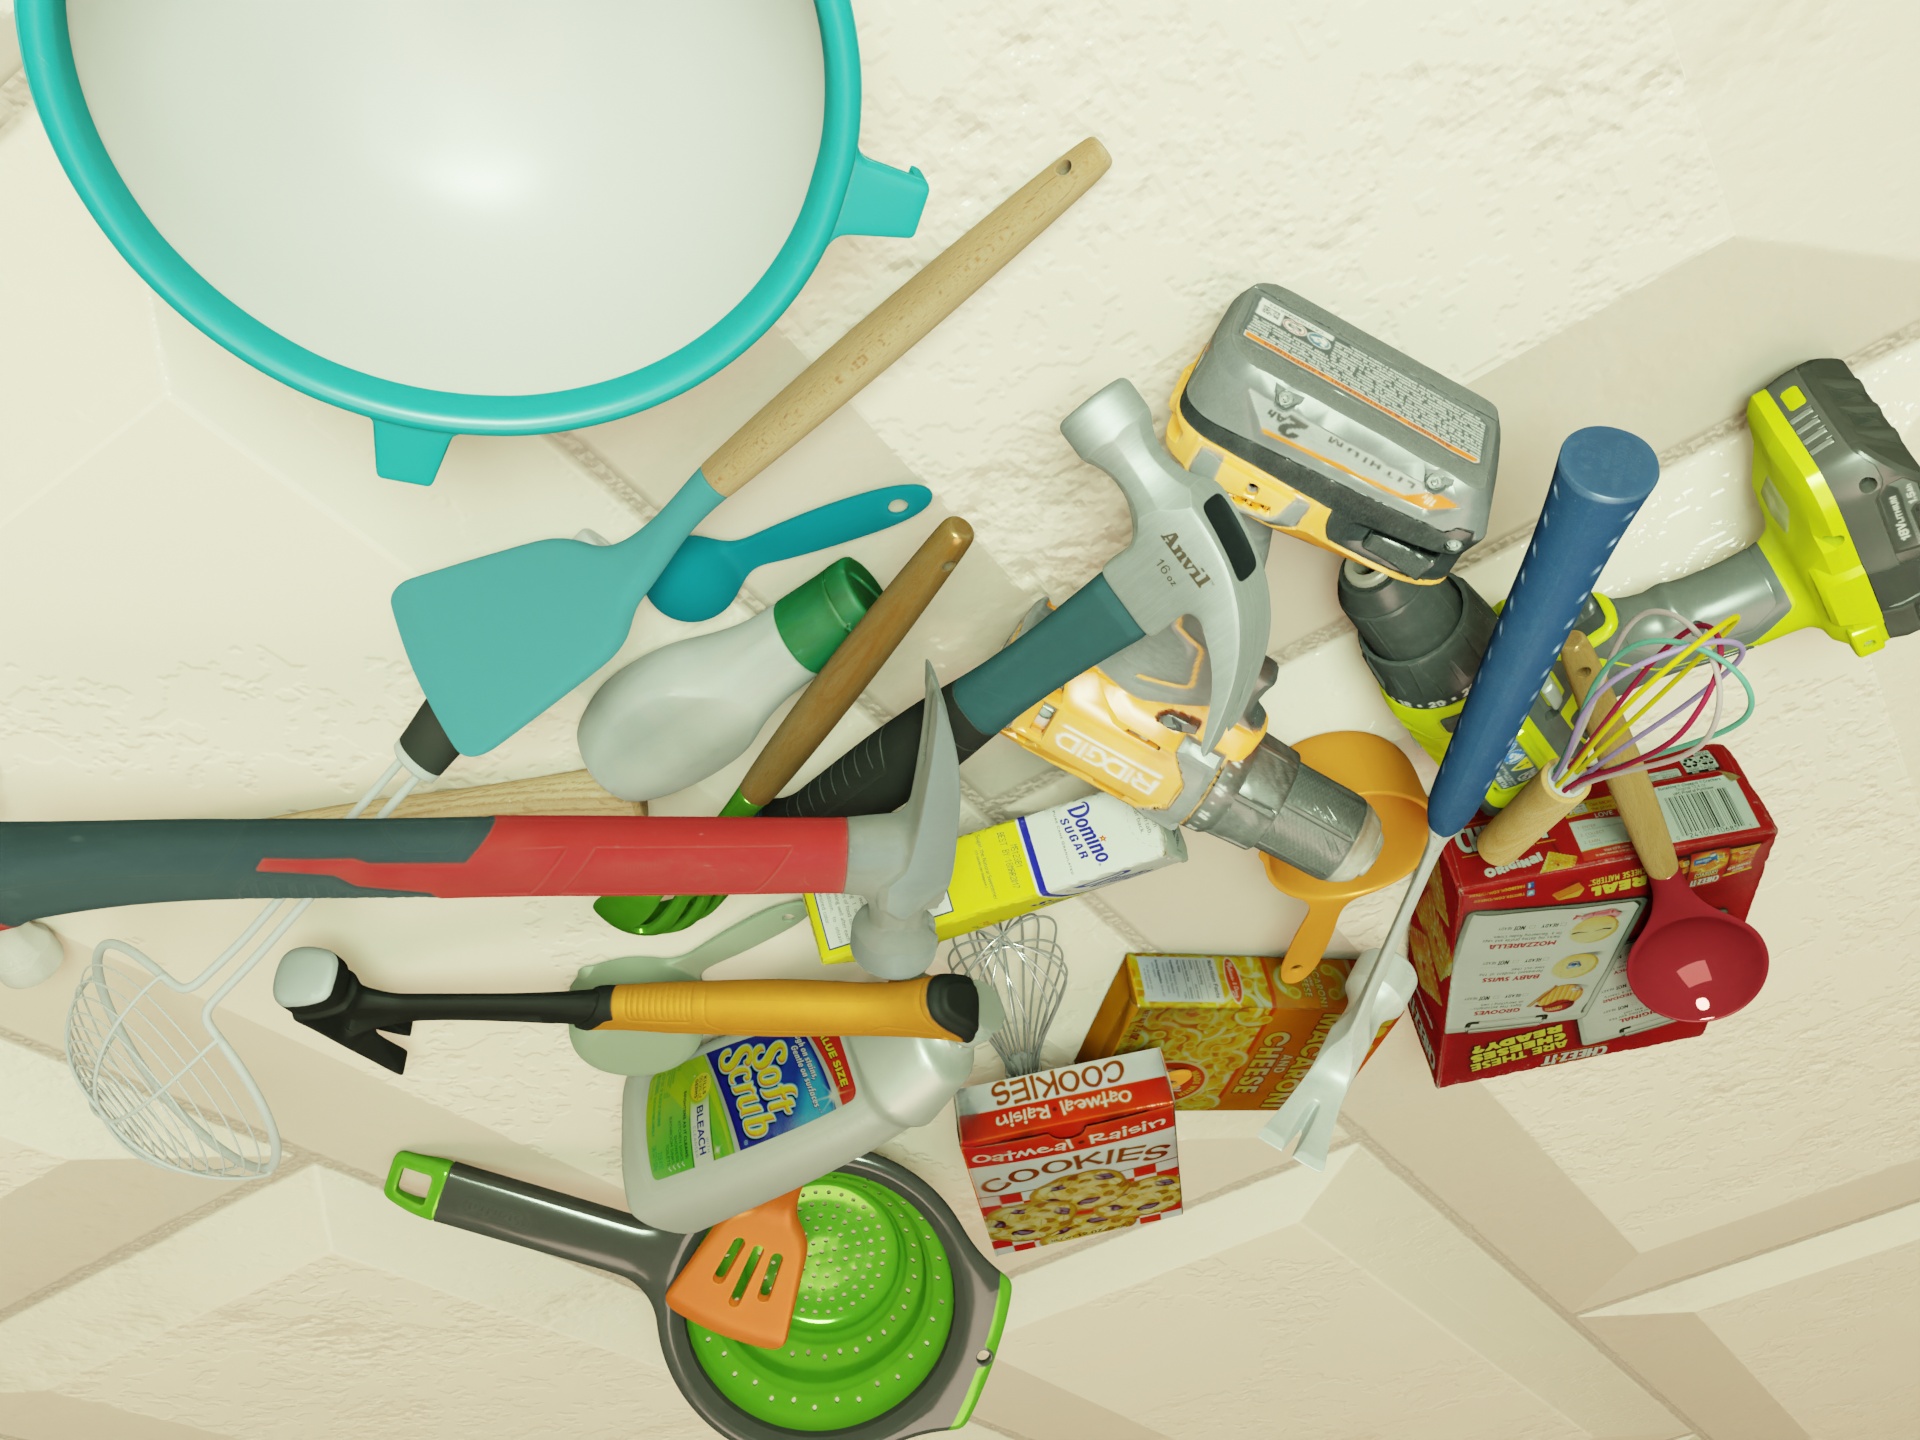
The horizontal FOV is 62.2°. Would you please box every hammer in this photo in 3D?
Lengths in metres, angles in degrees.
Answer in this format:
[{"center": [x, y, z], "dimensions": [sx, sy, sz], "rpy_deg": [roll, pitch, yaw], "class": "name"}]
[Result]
[{"center": [-0.001, -0.002, 0.666], "dimensions": [0.128, 0.033, 0.331], "rpy_deg": [53, 137, -2], "class": "hammer"}, {"center": [-0.193, 0.041, 0.619], "dimensions": [0.386, 0.038, 0.143], "rpy_deg": [1, 124, -11], "class": "hammer"}, {"center": [-0.313, 0.056, 0.738], "dimensions": [0.331, 0.031, 0.129], "rpy_deg": [-8, 139, -2], "class": "hammer"}, {"center": [0.207, 0.052, 0.687], "dimensions": [0.035, 0.144, 0.405], "rpy_deg": [27, 141, 19], "class": "hammer"}, {"center": [-0.158, 0.147, 0.797], "dimensions": [0.337, 0.034, 0.127], "rpy_deg": [-1, 153, 7], "class": "hammer"}]

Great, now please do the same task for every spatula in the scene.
[{"center": [-0.081, 0.245, 0.934], "dimensions": [0.081, 0.041, 0.322], "rpy_deg": [25, 117, -5], "class": "spatula"}, {"center": [-0.076, -0.104, 0.578], "dimensions": [0.317, 0.082, 0.044], "rpy_deg": [-37, 158, 17], "class": "spatula"}]

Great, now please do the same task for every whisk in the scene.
[{"center": [0.264, 0.016, 0.663], "dimensions": [0.051, 0.047, 0.244], "rpy_deg": [24, 160, 10], "class": "whisk"}, {"center": [0.036, 0.195, 0.941], "dimensions": [0.070, 0.070, 0.284], "rpy_deg": [-10, 143, 0], "class": "whisk"}]

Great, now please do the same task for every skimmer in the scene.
[{"center": [-0.261, 0.059, 0.692], "dimensions": [0.363, 0.127, 0.090], "rpy_deg": [-47, 173, 8], "class": "skimmer"}]

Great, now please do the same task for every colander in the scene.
[{"center": [-0.168, 0.340, 1.034], "dimensions": [0.397, 0.094, 0.204], "rpy_deg": [18, 92, -5], "class": "colander"}]

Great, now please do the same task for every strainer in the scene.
[{"center": [-0.164, -0.230, 0.405], "dimensions": [0.211, 0.095, 0.340], "rpy_deg": [-24, 134, 12], "class": "strainer"}]

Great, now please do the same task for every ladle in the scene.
[{"center": [0.326, 0.057, 0.752], "dimensions": [0.069, 0.031, 0.315], "rpy_deg": [-22, 134, 20], "class": "ladle"}]

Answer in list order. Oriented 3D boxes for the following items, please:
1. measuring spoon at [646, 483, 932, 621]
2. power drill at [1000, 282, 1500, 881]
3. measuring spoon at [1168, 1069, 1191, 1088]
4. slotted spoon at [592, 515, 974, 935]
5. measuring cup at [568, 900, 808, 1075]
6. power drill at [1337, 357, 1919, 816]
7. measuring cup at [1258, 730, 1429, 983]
[{"center": [-0.071, -0.068, 0.651], "dimensions": [0.128, 0.021, 0.042], "rpy_deg": [-18, 138, 11], "class": "measuring spoon"}, {"center": [0.127, -0.036, 0.641], "dimensions": [0.185, 0.084, 0.226], "rpy_deg": [29, 132, 0], "class": "power drill"}, {"center": [0.092, 0.238, 0.967], "dimensions": [0.117, 0.011, 0.021], "rpy_deg": [-30, 135, 26], "class": "measuring spoon"}, {"center": [-0.079, 0.018, 0.687], "dimensions": [0.070, 0.031, 0.313], "rpy_deg": [-4, 148, -40], "class": "slotted spoon"}, {"center": [-0.144, 0.146, 0.861], "dimensions": [0.167, 0.038, 0.083], "rpy_deg": [-31, 134, 25], "class": "measuring cup"}, {"center": [0.291, -0.056, 0.694], "dimensions": [0.228, 0.080, 0.190], "rpy_deg": [-28, 135, 24], "class": "power drill"}, {"center": [0.188, 0.073, 0.835], "dimensions": [0.095, 0.052, 0.173], "rpy_deg": [-3, 140, -8], "class": "measuring cup"}]
